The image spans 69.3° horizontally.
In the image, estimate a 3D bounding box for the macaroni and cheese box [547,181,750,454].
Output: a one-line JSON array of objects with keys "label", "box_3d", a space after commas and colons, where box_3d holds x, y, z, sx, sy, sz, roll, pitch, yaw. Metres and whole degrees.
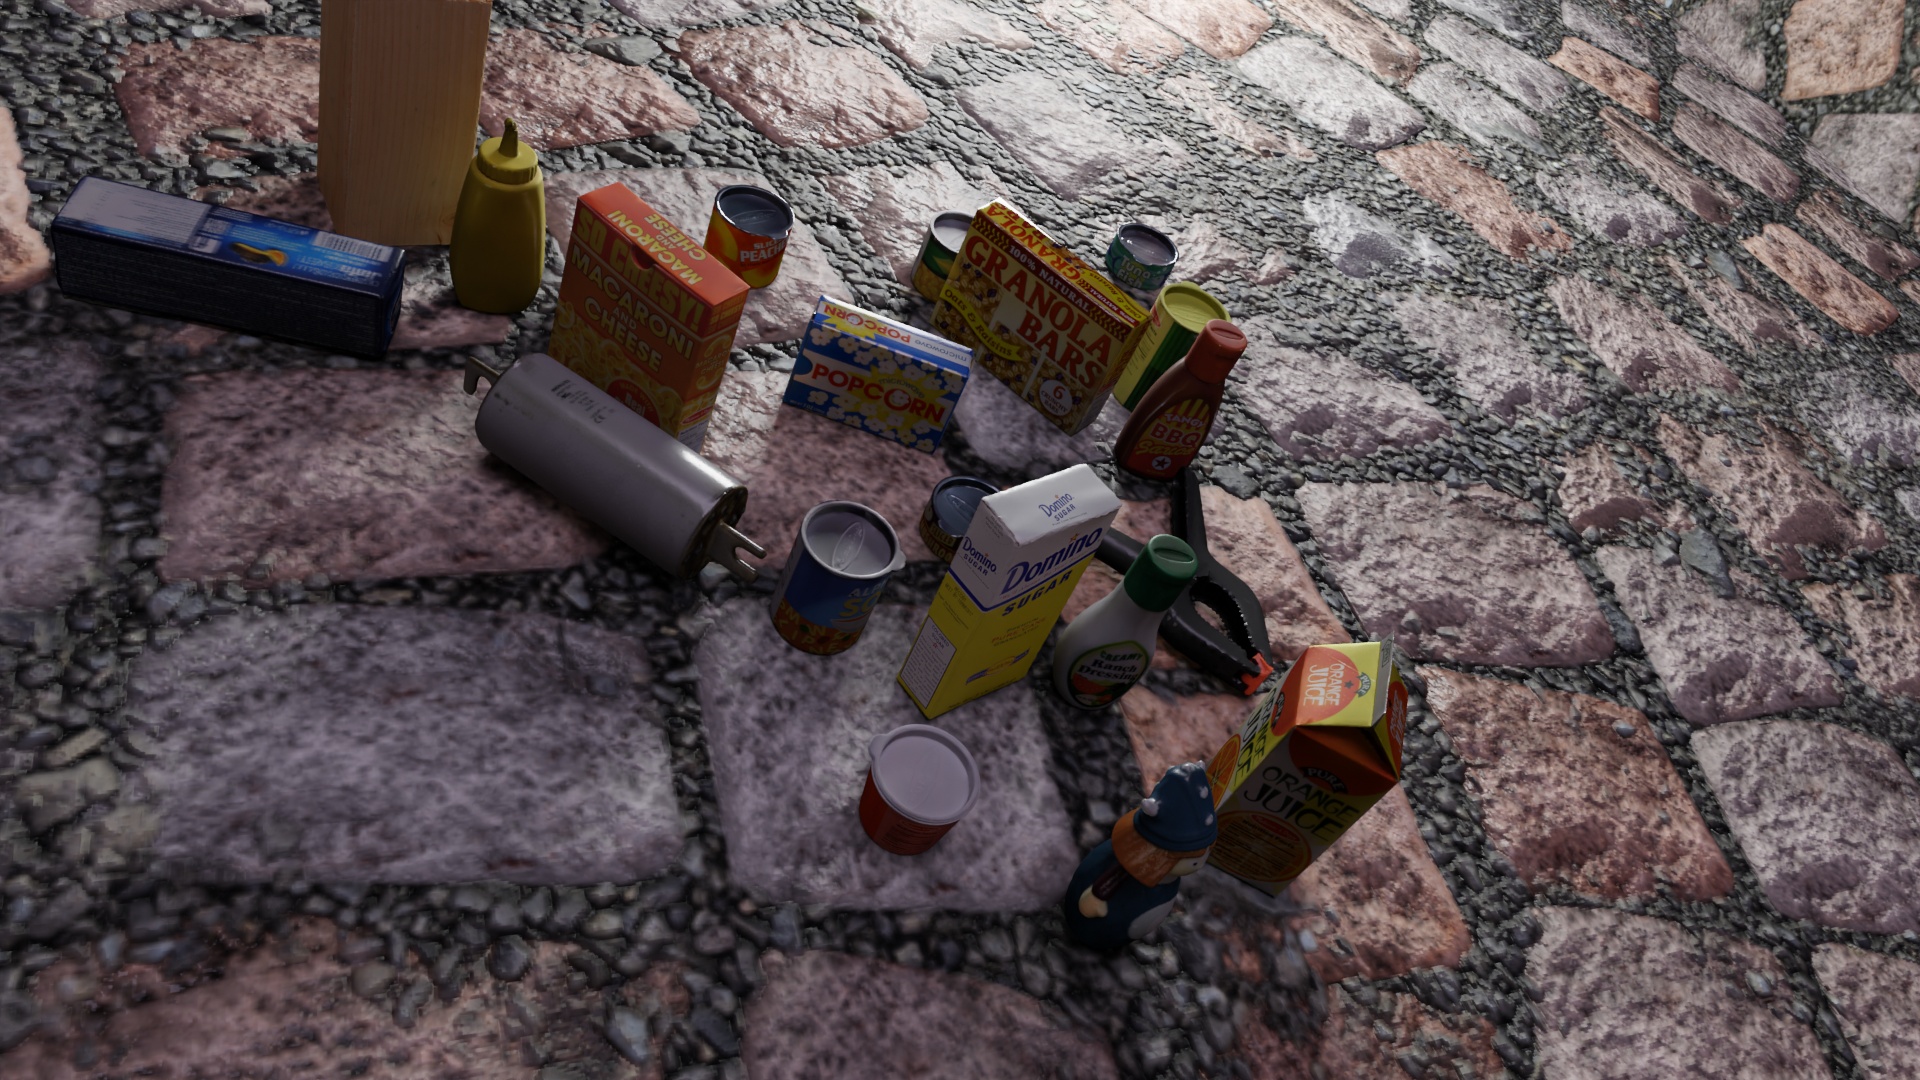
[{"label": "macaroni and cheese box", "box_3d": [-0.217, -0.137, 0.940, 0.124, 0.165, 0.040, 39, 45, 12]}]

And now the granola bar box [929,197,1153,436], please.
[{"label": "granola bar box", "box_3d": [0.063, -0.184, 1.150, 0.166, 0.123, 0.039, 40, 45, 13]}]

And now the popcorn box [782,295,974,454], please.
[{"label": "popcorn box", "box_3d": [-0.063, -0.126, 1.063, 0.127, 0.084, 0.038, 19, 44, -9]}]

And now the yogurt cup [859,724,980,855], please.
[{"label": "yogurt cup", "box_3d": [-0.028, 0.153, 0.840, 0.072, 0.053, 0.073, 14, 45, -14]}]

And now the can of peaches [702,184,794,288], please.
[{"label": "can of peaches", "box_3d": [-0.175, -0.248, 1.144, 0.071, 0.057, 0.071, 14, 45, -14]}]

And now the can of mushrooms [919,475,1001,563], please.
[{"label": "can of mushrooms", "box_3d": [0.004, -0.013, 1.026, 0.071, 0.033, 0.071, 14, 45, -14]}]

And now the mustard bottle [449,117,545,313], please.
[{"label": "mustard bottle", "box_3d": [-0.324, -0.233, 0.983, 0.065, 0.159, 0.049, 2, 49, -25]}]

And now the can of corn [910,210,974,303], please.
[{"label": "can of corn", "box_3d": [-0.003, -0.246, 1.224, 0.071, 0.058, 0.071, 14, 45, -14]}]

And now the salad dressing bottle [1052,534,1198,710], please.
[{"label": "salad dressing bottle", "box_3d": [0.110, 0.056, 0.931, 0.064, 0.146, 0.044, 11, 46, -17]}]

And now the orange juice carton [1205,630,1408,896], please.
[{"label": "orange juice carton", "box_3d": [0.219, 0.137, 0.874, 0.073, 0.191, 0.072, 27, 43, 0]}]

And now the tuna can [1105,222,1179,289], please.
[{"label": "tuna can", "box_3d": [0.177, -0.277, 1.359, 0.071, 0.032, 0.071, 14, 45, -14]}]

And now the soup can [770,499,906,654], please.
[{"label": "soup can", "box_3d": [-0.081, 0.027, 0.912, 0.071, 0.083, 0.072, 14, 45, -14]}]

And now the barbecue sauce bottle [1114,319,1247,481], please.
[{"label": "barbecue sauce bottle", "box_3d": [0.181, -0.113, 1.123, 0.065, 0.147, 0.044, 12, 46, -16]}]

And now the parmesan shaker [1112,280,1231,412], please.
[{"label": "parmesan shaker", "box_3d": [0.181, -0.164, 1.204, 0.071, 0.102, 0.072, 14, 45, -14]}]
